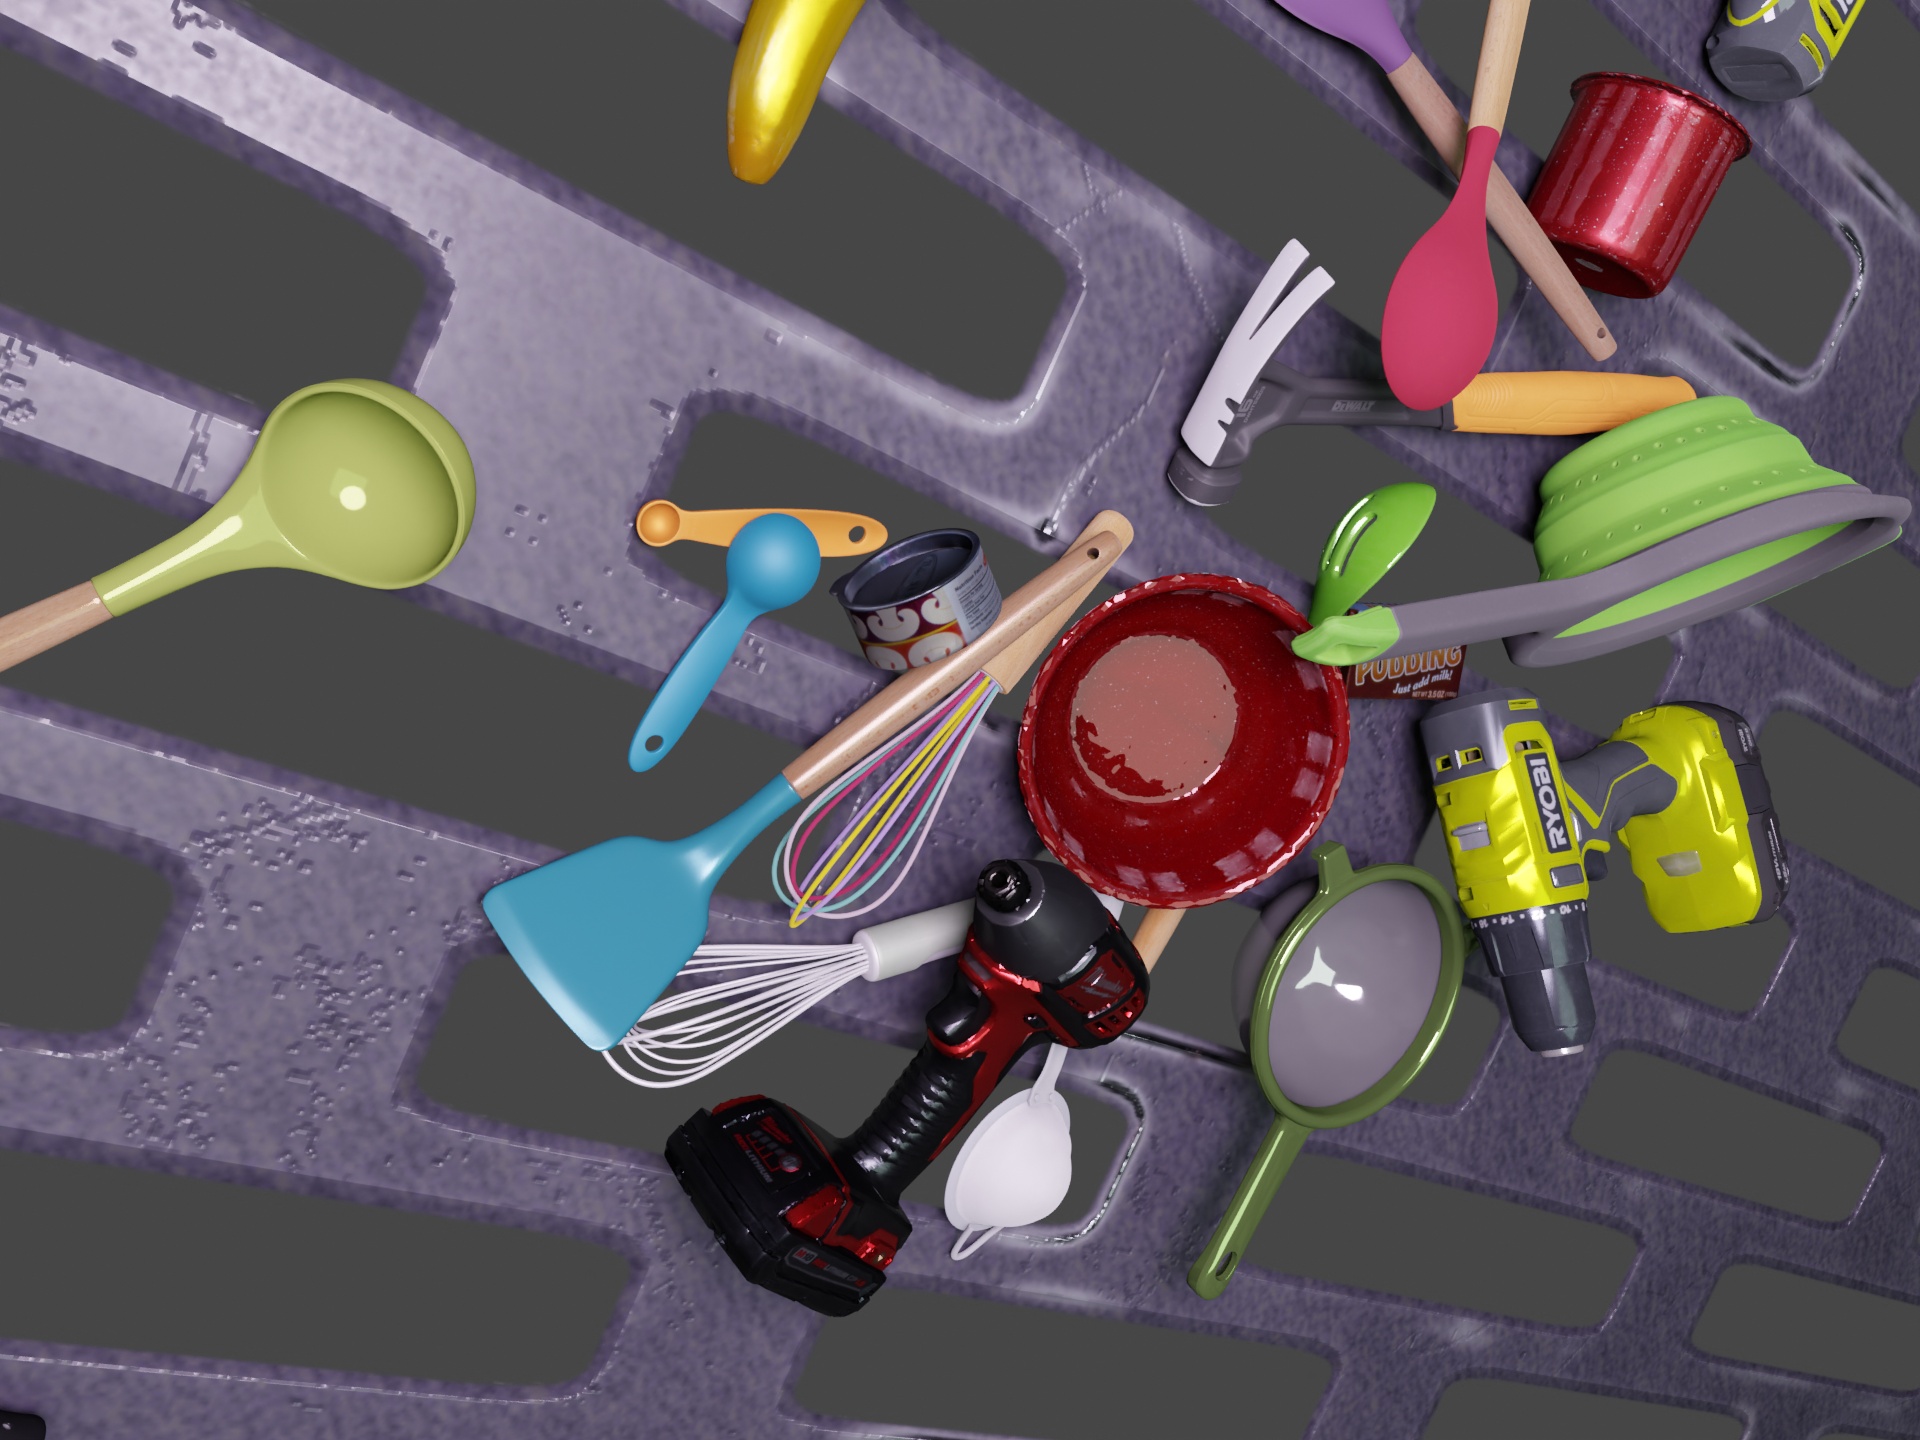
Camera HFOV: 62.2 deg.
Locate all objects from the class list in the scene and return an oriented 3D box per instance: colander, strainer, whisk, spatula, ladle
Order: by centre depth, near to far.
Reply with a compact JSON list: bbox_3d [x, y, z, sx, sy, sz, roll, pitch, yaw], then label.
[{"bbox_3d":[-0.317,-0.027,0.538,0.320,0.062,0.078,-29,115,-15],"label":"ladle"},{"bbox_3d":[-0.052,0.013,0.689,0.317,0.044,0.082,-38,85,-9],"label":"spatula"},{"bbox_3d":[0.243,-0.289,0.728,0.069,0.031,0.315,25,73,-37],"label":"ladle"},{"bbox_3d":[-0.002,-0.002,0.733,0.245,0.051,0.047,-51,143,-11],"label":"whisk"},{"bbox_3d":[-0.050,0.112,0.735,0.246,0.058,0.059,-12,81,-30],"label":"whisk"},{"bbox_3d":[0.219,-0.287,0.748,0.315,0.018,0.060,44,86,-21],"label":"spatula"},{"bbox_3d":[0.309,-0.096,0.803,0.397,0.204,0.094,-10,75,-31],"label":"colander"},{"bbox_3d":[0.051,0.167,0.812,0.086,0.050,0.258,12,96,-47],"label":"strainer"},{"bbox_3d":[0.174,0.186,0.866,0.151,0.069,0.256,26,92,-35],"label":"strainer"}]

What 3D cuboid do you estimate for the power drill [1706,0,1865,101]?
[{"bbox_3d":[0.401,-0.448,0.792,0.223,0.080,0.171,29,89,-36],"label":"power drill"}]

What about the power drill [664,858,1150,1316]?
[{"bbox_3d":[-0.016,0.155,0.717,0.219,0.079,0.143,-43,143,-5],"label":"power drill"}]

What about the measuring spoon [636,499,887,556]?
[{"bbox_3d":[-0.083,-0.082,0.677,0.116,0.011,0.021,-1,115,-32],"label":"measuring spoon"}]

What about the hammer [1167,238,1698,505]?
[{"bbox_3d":[0.263,-0.168,0.805,0.336,0.034,0.127,-6,139,-31],"label":"hammer"}]

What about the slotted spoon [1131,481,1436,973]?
[{"bbox_3d":[0.150,0.015,0.814,0.031,0.070,0.313,25,98,-13],"label":"slotted spoon"}]

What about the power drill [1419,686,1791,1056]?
[{"bbox_3d":[0.360,0.076,0.886,0.228,0.080,0.191,-4,78,-35],"label":"power drill"}]

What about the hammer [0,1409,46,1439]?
[{"bbox_3d":[-0.449,0.196,0.513,0.035,0.146,0.334,-48,133,-7],"label":"hammer"}]

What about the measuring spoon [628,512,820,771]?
[{"bbox_3d":[-0.100,-0.029,0.671,0.042,0.021,0.128,32,93,-39],"label":"measuring spoon"}]
